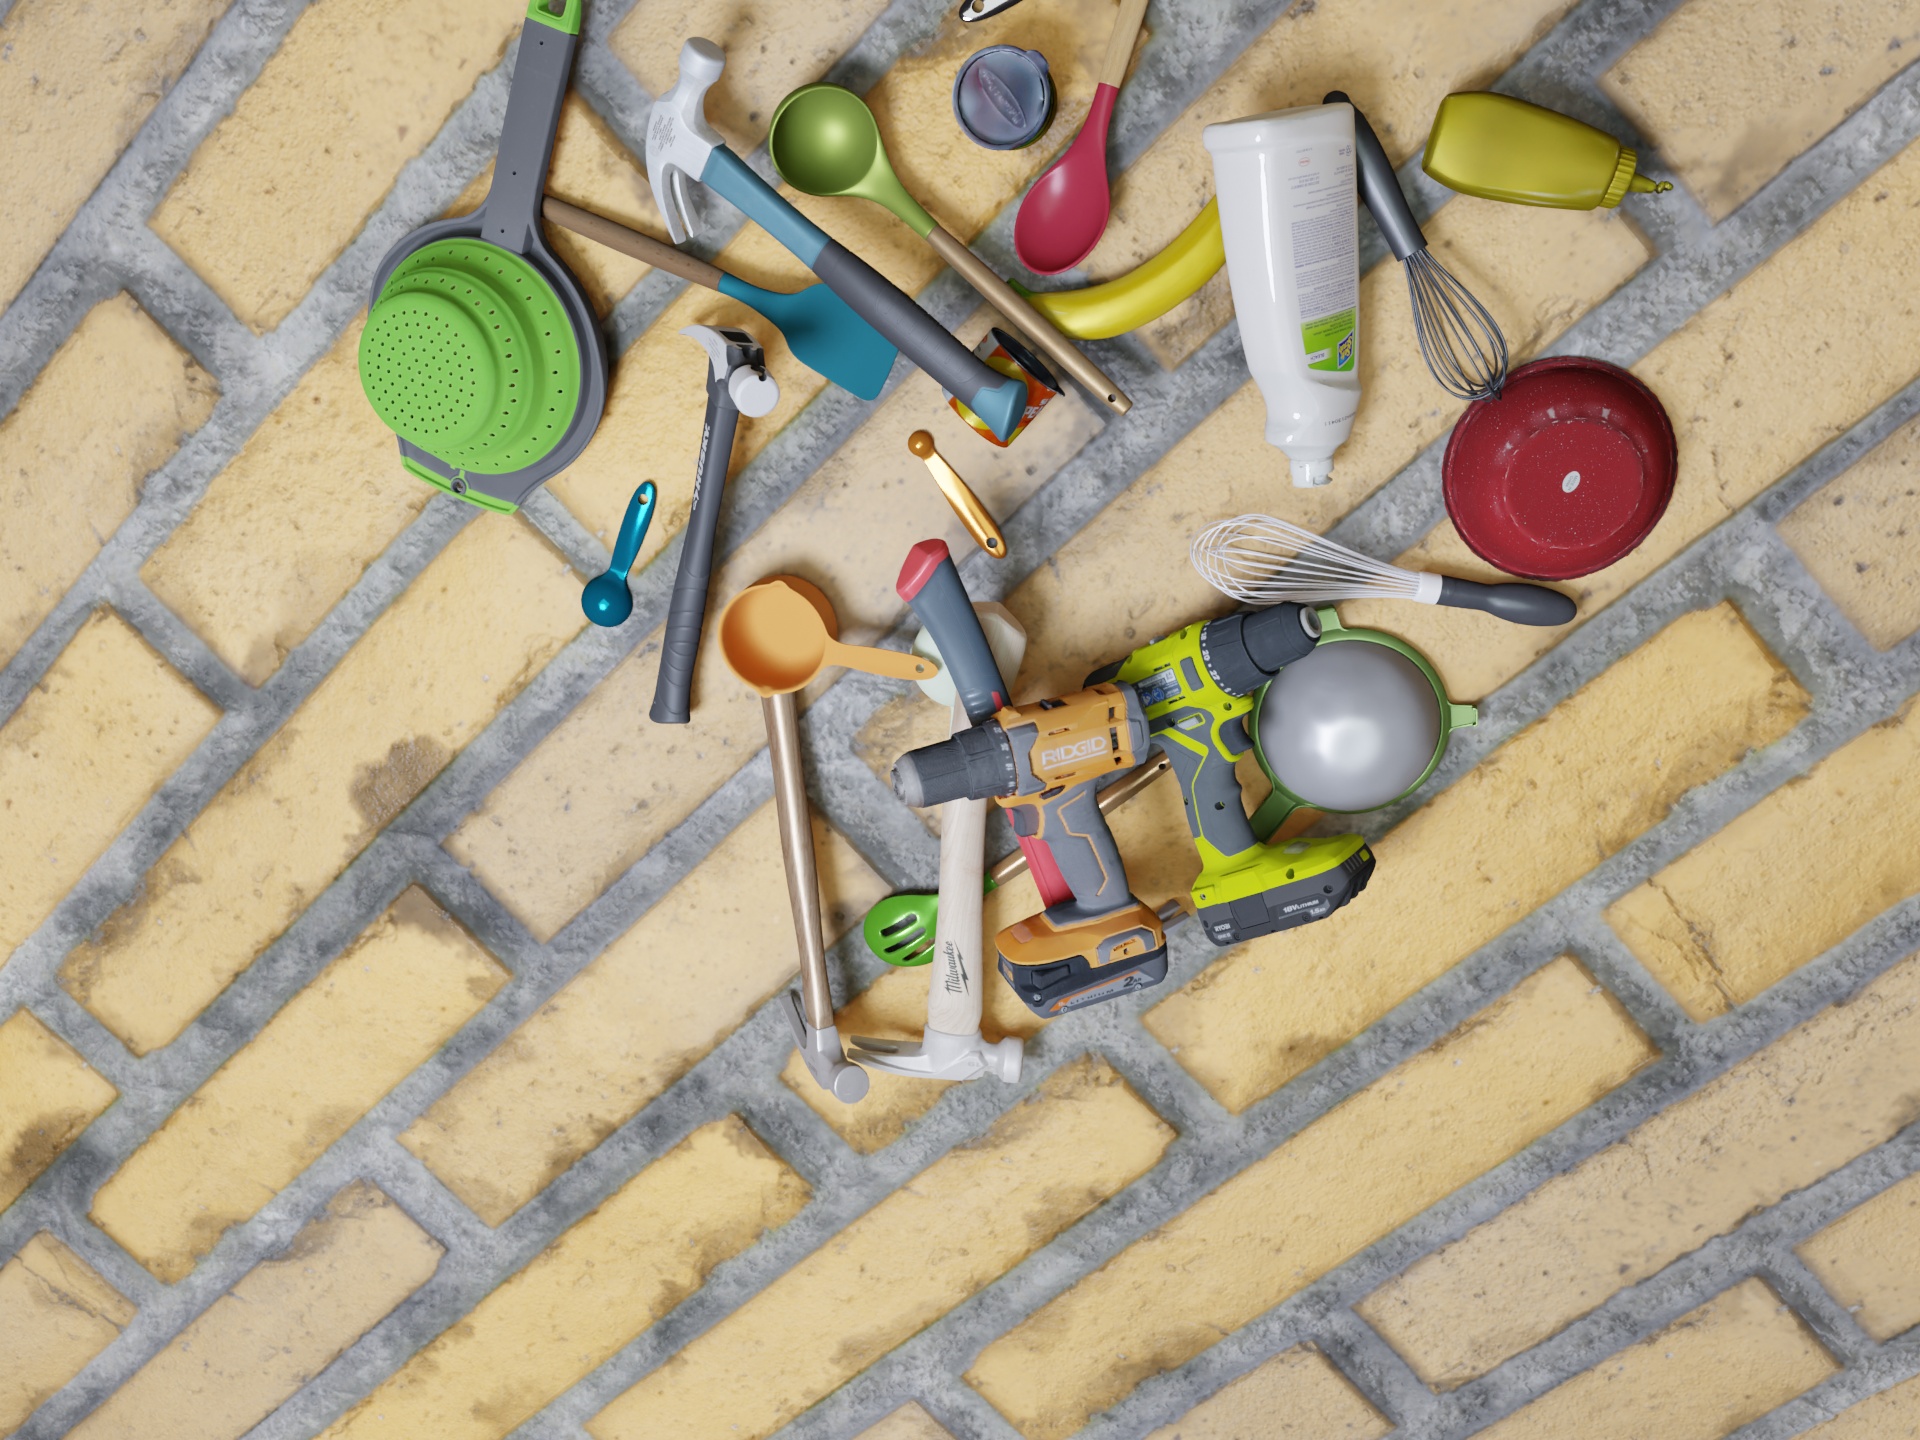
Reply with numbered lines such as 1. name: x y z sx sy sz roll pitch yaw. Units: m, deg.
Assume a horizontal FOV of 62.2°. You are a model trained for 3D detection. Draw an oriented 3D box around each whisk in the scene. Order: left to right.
1. whisk: 0.307 -0.101 1.156 0.284 0.070 0.070 10 110 1
2. whisk: 0.310 -0.322 1.087 0.055 0.055 0.239 -28 98 17

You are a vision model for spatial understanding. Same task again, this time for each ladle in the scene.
1. ladle: -0.004 -0.322 1.110 0.320 0.062 0.078 42 115 0
2. ladle: 0.107 -0.457 1.077 0.069 0.031 0.315 26 109 25

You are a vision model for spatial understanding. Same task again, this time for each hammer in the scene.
1. hammer: -0.200 -0.138 1.206 0.035 0.146 0.334 -1 126 -26
2. hammer: -0.128 0.136 1.291 0.031 0.130 0.331 -10 98 -23
3. hammer: -0.084 -0.314 1.098 0.331 0.033 0.128 41 132 2
4. hammer: -0.007 0.104 1.253 0.146 0.038 0.410 5 112 1
5. hammer: 0.055 0.034 1.188 0.143 0.038 0.386 -27 116 -9

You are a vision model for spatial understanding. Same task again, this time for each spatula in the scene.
1. spatula: -0.195 -0.332 1.175 0.317 0.044 0.082 25 111 5

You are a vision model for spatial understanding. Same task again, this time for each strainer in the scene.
1. strainer: 0.263 0.051 1.207 0.151 0.069 0.256 35 109 -4

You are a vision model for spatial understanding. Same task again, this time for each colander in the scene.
1. colander: -0.347 -0.333 1.142 0.204 0.094 0.397 24 114 7

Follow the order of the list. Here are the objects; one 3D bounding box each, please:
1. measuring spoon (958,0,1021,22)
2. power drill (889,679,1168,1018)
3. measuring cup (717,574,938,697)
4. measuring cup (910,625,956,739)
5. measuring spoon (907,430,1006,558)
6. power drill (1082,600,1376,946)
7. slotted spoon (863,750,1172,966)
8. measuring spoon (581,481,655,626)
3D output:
1. measuring spoon: 0.053 -0.506 1.075 0.124 0.018 0.034 -22 104 17
2. power drill: 0.054 0.096 1.146 0.185 0.084 0.226 -14 109 -14
3. measuring cup: -0.099 -0.061 1.236 0.173 0.052 0.095 12 110 4
4. measuring cup: -0.002 -0.004 1.247 0.083 0.038 0.167 3 107 8
5. measuring spoon: -0.002 -0.169 1.204 0.021 0.011 0.117 -33 101 18
6. power drill: 0.209 0.034 1.160 0.190 0.080 0.228 -24 90 39
7. slotted spoon: 0.047 0.112 1.287 0.313 0.031 0.070 -36 105 17
8. measuring spoon: -0.269 -0.129 1.255 0.042 0.021 0.128 25 112 0
